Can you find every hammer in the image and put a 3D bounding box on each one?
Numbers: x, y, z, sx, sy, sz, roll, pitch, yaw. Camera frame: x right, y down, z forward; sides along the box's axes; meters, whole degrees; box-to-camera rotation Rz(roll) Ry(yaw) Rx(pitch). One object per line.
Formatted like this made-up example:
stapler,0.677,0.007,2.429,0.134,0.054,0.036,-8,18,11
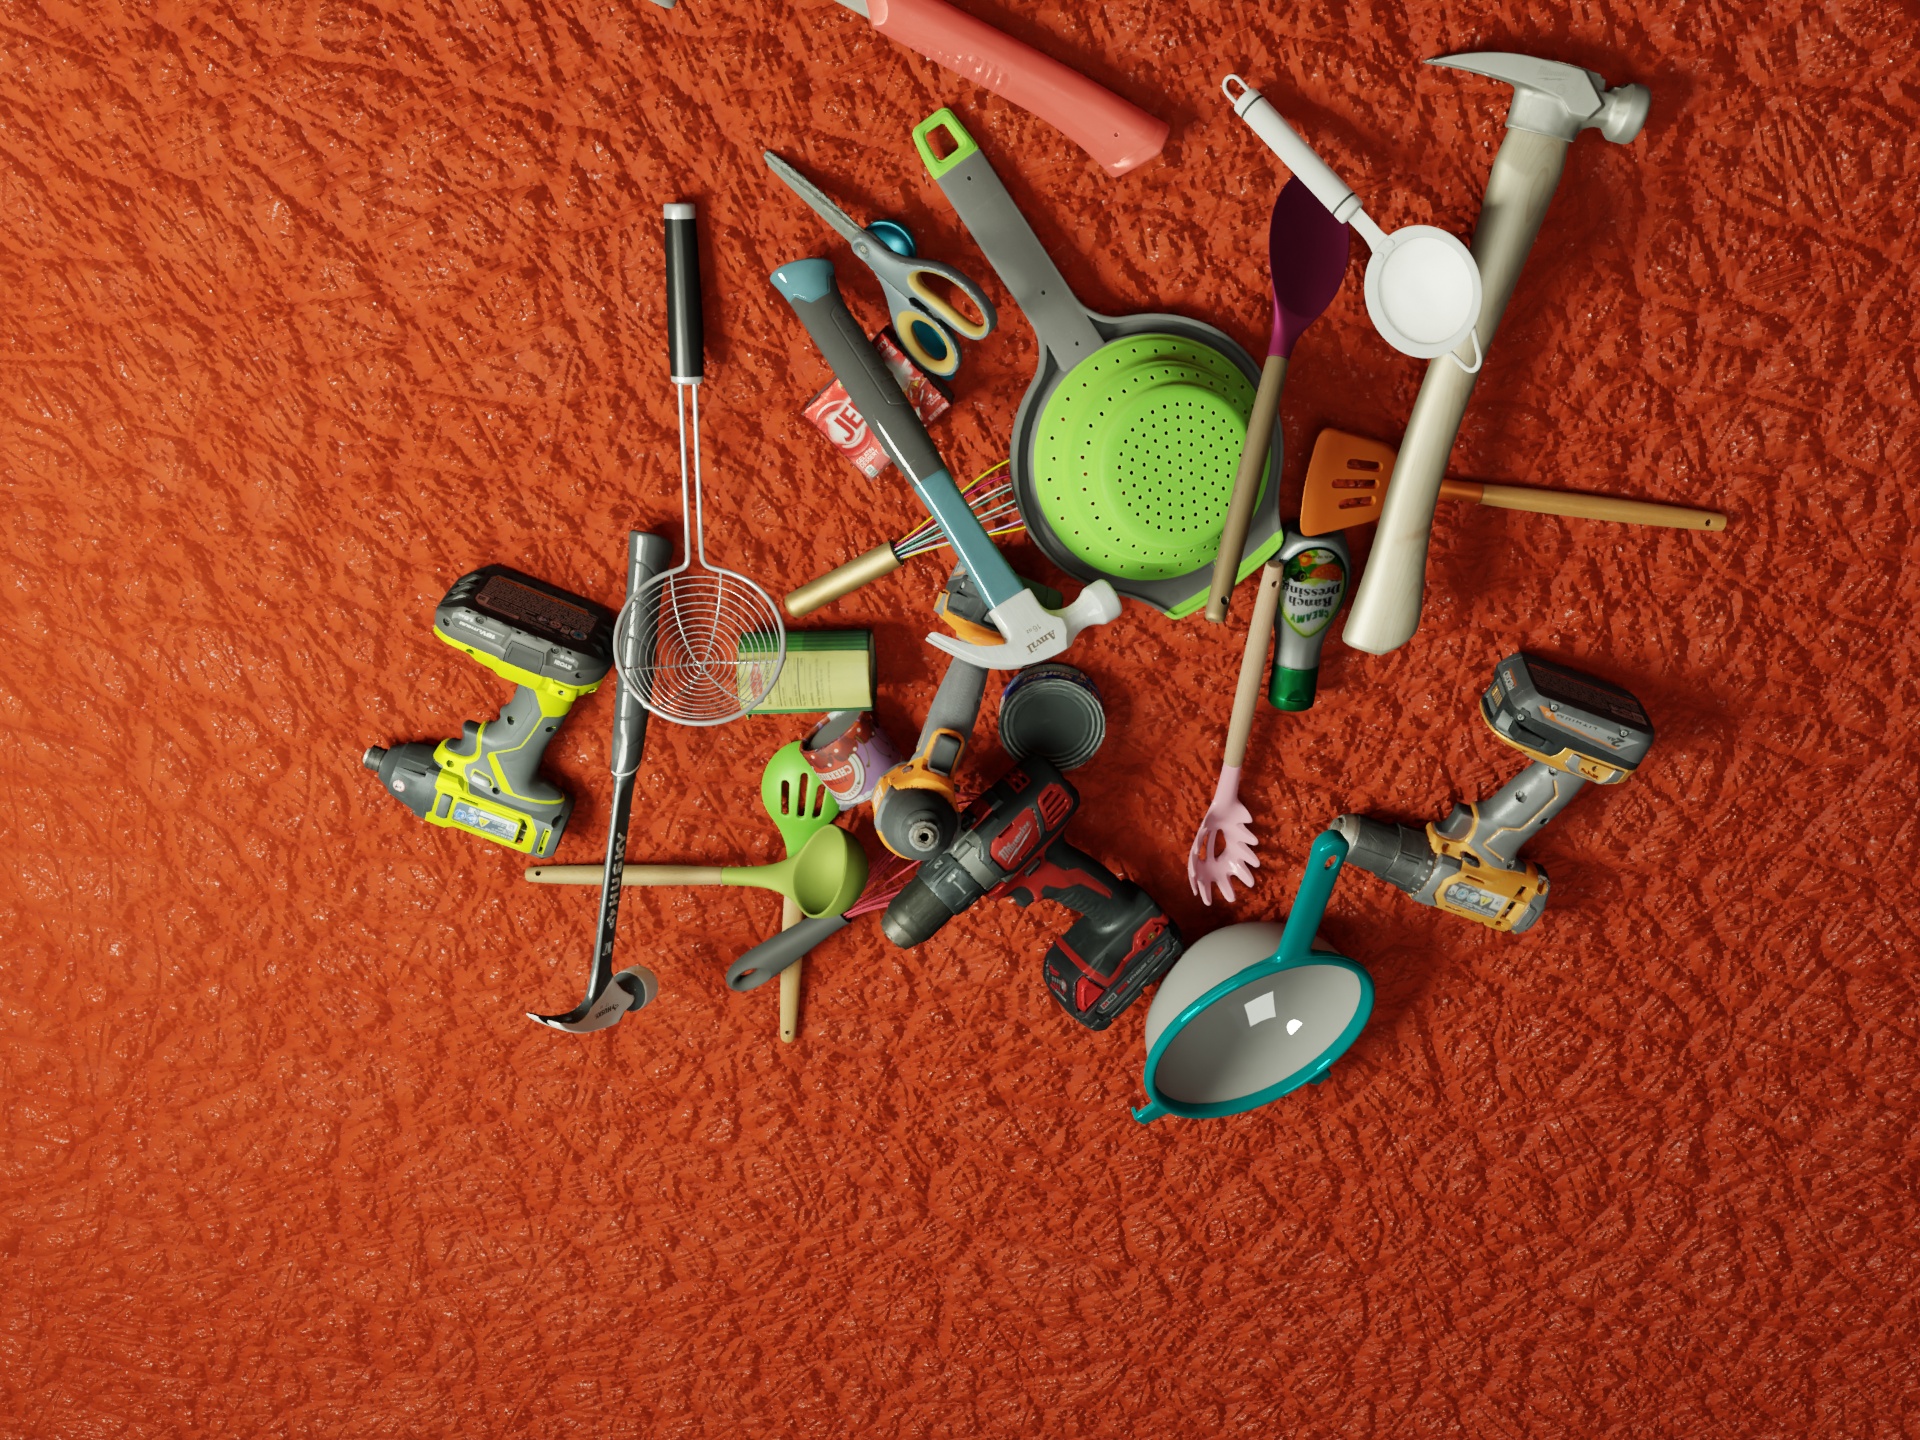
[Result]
hammer,0.334,-0.244,1.106,0.146,0.038,0.410,13,110,-3
hammer,-0.027,-0.181,1.110,0.128,0.033,0.331,-32,89,-10
hammer,-0.269,0.053,1.251,0.036,0.149,0.409,12,102,18
hammer,-0.023,-0.464,1.032,0.359,0.037,0.149,23,111,-11

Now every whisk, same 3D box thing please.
whisk,-0.084,0.152,1.347,0.296,0.073,0.073,-34,112,16
whisk,-0.028,-0.134,1.211,0.245,0.051,0.047,-25,120,19

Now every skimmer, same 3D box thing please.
skimmer,-0.192,-0.180,1.142,0.127,0.090,0.363,-2,110,-9

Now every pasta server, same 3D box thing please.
pasta server,0.224,0.016,1.262,0.060,0.040,0.316,-7,127,-15

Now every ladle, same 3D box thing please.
ladle,-0.227,0.127,1.333,0.320,0.078,0.062,-1,160,16

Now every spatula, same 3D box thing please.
spatula,0.410,-0.162,1.174,0.322,0.041,0.081,6,111,-2

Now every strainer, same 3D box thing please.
strainer,0.263,-0.334,1.049,0.258,0.050,0.087,49,143,5
strainer,0.246,0.192,1.316,0.211,0.095,0.340,-8,133,-19

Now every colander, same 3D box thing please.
colander,0.095,-0.244,1.093,0.204,0.094,0.397,-36,106,1

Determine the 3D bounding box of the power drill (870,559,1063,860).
power drill,-0.002,-0.004,1.180,0.084,0.164,0.226,21,95,-8

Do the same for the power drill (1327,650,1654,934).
power drill,0.418,0.058,1.274,0.185,0.084,0.226,19,122,-6

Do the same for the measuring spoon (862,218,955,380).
measuring spoon,-0.031,-0.302,1.137,0.042,0.021,0.128,-5,130,31

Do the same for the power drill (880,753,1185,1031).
power drill,0.058,0.157,1.292,0.188,0.080,0.226,-44,121,-4

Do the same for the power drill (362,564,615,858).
power drill,-0.378,-0.004,1.280,0.171,0.080,0.223,22,120,-9

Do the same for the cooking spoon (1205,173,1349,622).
cooking spoon,0.207,-0.219,1.069,0.068,0.017,0.319,18,82,-26

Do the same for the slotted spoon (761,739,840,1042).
slotted spoon,-0.142,0.159,1.384,0.070,0.031,0.313,4,120,-4
